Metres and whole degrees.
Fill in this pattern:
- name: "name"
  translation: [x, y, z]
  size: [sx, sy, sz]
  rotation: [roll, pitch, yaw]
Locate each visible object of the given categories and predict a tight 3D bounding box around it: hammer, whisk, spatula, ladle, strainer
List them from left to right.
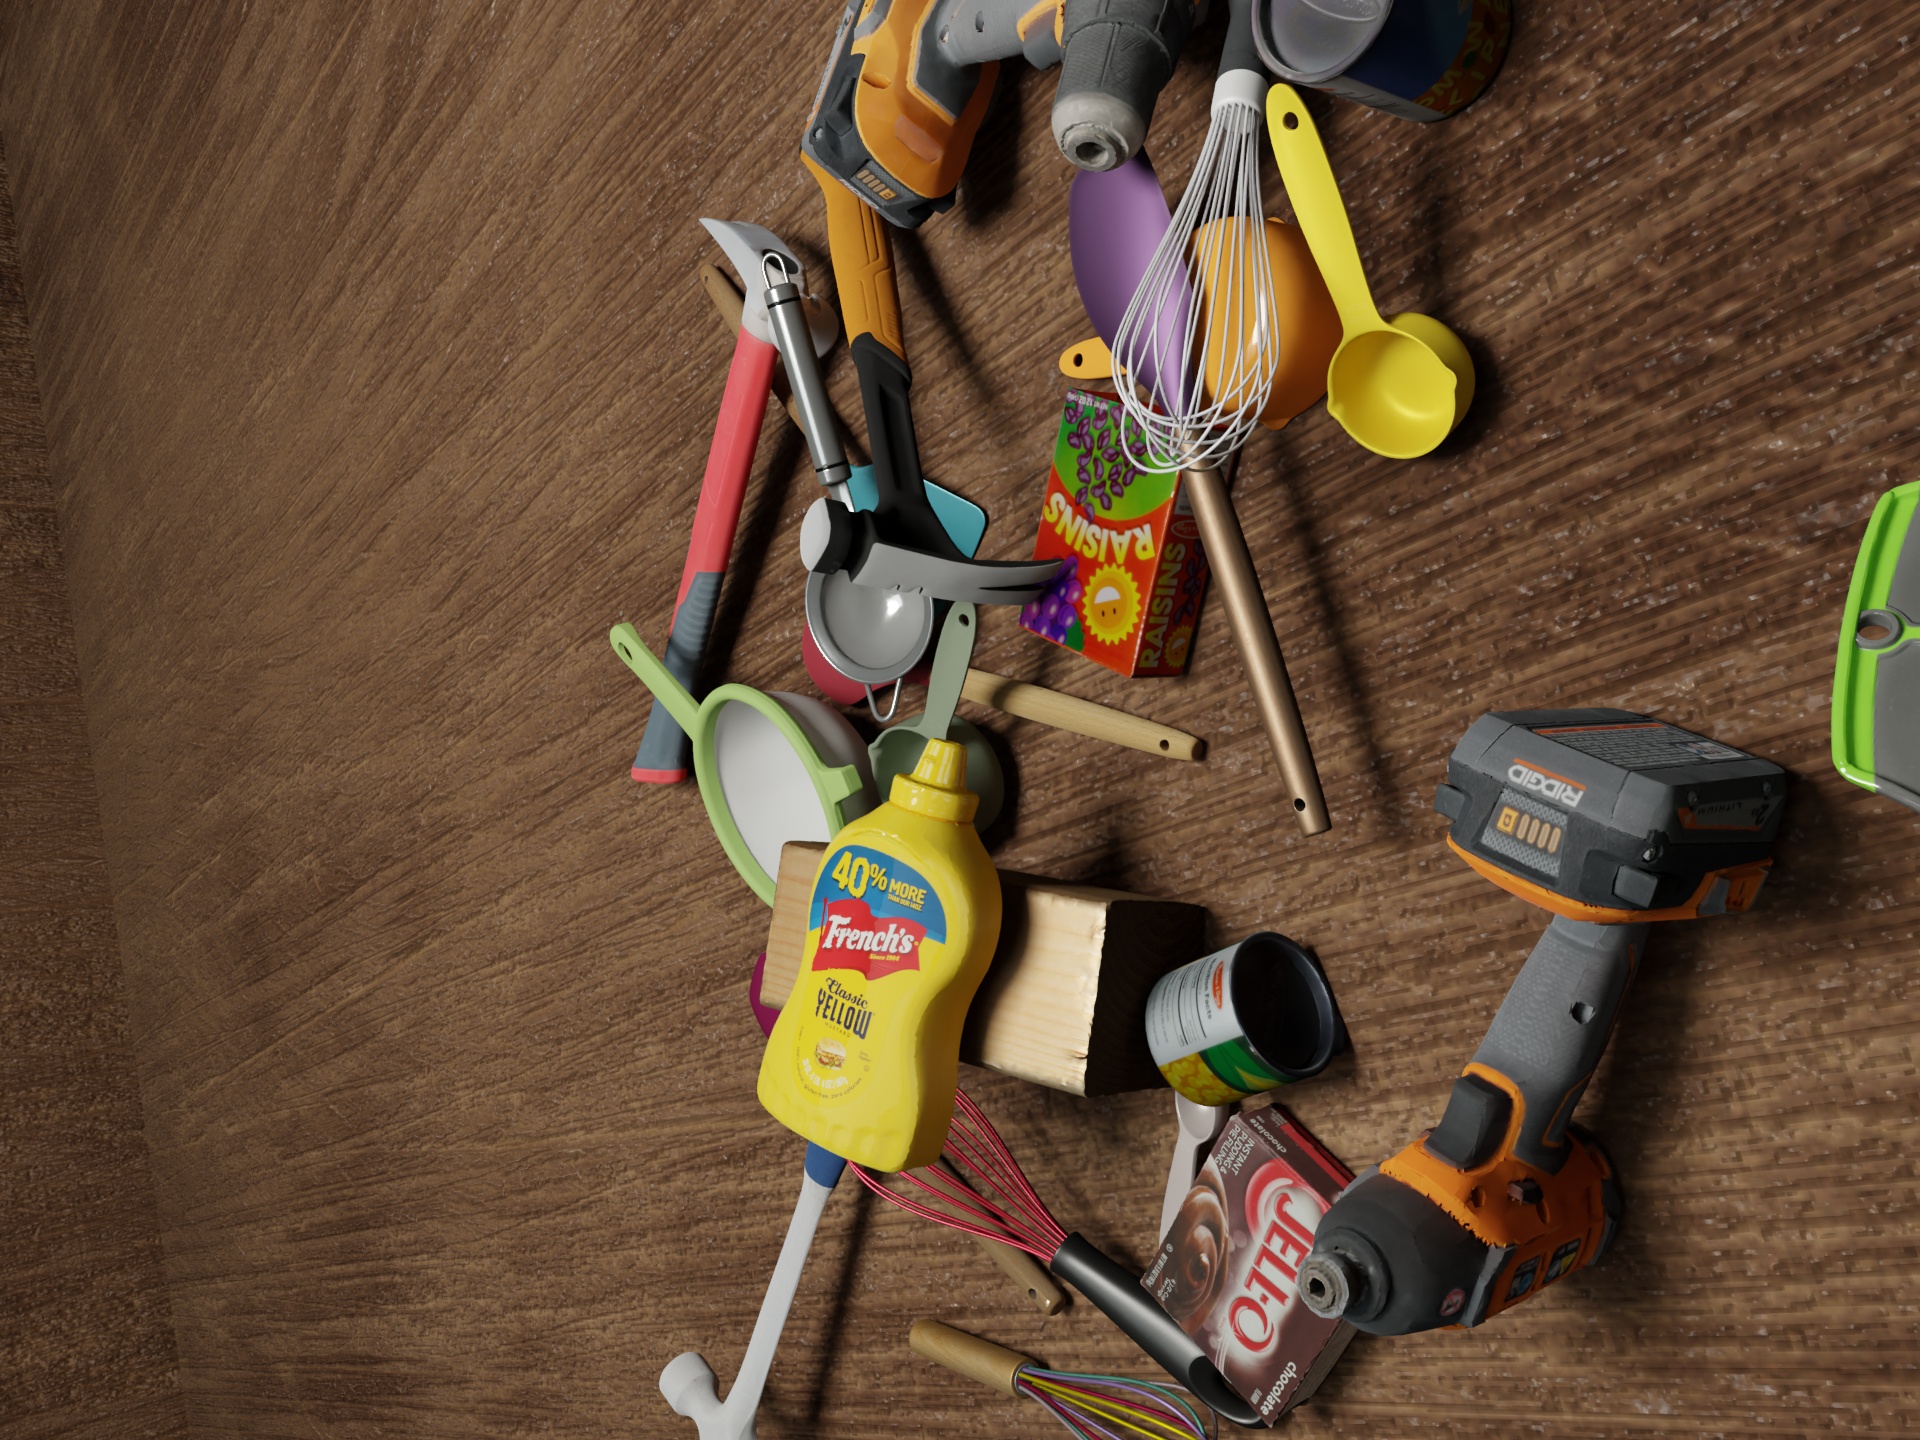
- name: "hammer"
  translation: [-0.165, -0.121, 1.020]
  size: [0.143, 0.038, 0.386]
  rotation: [55, 136, 40]
- name: "strainer"
  translation: [-0.124, 0.010, 0.976]
  size: [0.257, 0.069, 0.151]
  rotation: [43, 140, 32]
- name: "spatula"
  translation: [-0.088, -0.188, 0.966]
  size: [0.318, 0.044, 0.082]
  rotation: [57, 133, 35]
- name: "hammer"
  translation: [-0.083, 0.285, 0.954]
  size: [0.144, 0.035, 0.405]
  rotation: [32, 109, 43]
- name: "strainer"
  translation: [-0.065, -0.128, 0.870]
  size: [0.087, 0.050, 0.258]
  rotation: [-9, 102, 33]
- name: "hammer"
  translation: [-0.037, -0.202, 0.836]
  size: [0.034, 0.127, 0.337]
  rotation: [-52, 39, 45]
- name: "ladle"
  translation: [0.006, -0.019, 0.872]
  size: [0.316, 0.031, 0.069]
  rotation: [17, 109, 45]
- name: "whisk"
  translation: [0.038, 0.262, 0.820]
  size: [0.296, 0.073, 0.073]
  rotation: [30, 116, 29]
- name: "whisk"
  translation: [0.051, 0.359, 0.847]
  size: [0.245, 0.047, 0.051]
  rotation: [-7, 76, 53]
- name: "spatula"
  translation: [0.104, -0.102, 0.686]
  size: [0.060, 0.018, 0.316]
  rotation: [-27, 76, 45]
- name: "whisk"
  translation: [0.111, -0.229, 0.655]
  size: [0.070, 0.070, 0.285]
  rotation: [-9, 63, 48]

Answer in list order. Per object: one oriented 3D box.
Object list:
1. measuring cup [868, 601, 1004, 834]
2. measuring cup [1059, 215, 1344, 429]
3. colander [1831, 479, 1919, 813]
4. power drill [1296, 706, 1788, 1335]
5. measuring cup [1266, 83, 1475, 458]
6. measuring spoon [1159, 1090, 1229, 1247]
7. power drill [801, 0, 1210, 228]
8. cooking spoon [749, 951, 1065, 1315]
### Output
- name: "measuring cup"
  translation: [-0.001, -0.003, 0.844]
  size: [0.083, 0.038, 0.167]
  rotation: [38, 135, 26]
- name: "measuring cup"
  translation: [0.095, -0.179, 0.735]
  size: [0.174, 0.052, 0.095]
  rotation: [2, 95, 46]
- name: "colander"
  translation: [0.401, -0.034, 0.324]
  size: [0.397, 0.094, 0.205]
  rotation: [5, 62, 36]
- name: "power drill"
  translation: [0.197, 0.114, 0.566]
  size: [0.084, 0.164, 0.226]
  rotation: [29, 112, 44]
- name: "measuring cup"
  translation: [0.161, -0.181, 0.636]
  size: [0.062, 0.029, 0.156]
  rotation: [-6, 114, 51]
- name: "measuring spoon"
  translation: [0.115, 0.226, 0.783]
  size: [0.034, 0.018, 0.124]
  rotation: [-137, 48, -57]
- name: "power drill"
  translation: [0.023, -0.309, 0.747]
  size: [0.226, 0.084, 0.185]
  rotation: [-9, 60, 47]
- name: "cooking spoon"
  translation: [-0.044, 0.241, 0.955]
  size: [0.319, 0.017, 0.068]
  rotation: [37, 119, 41]
